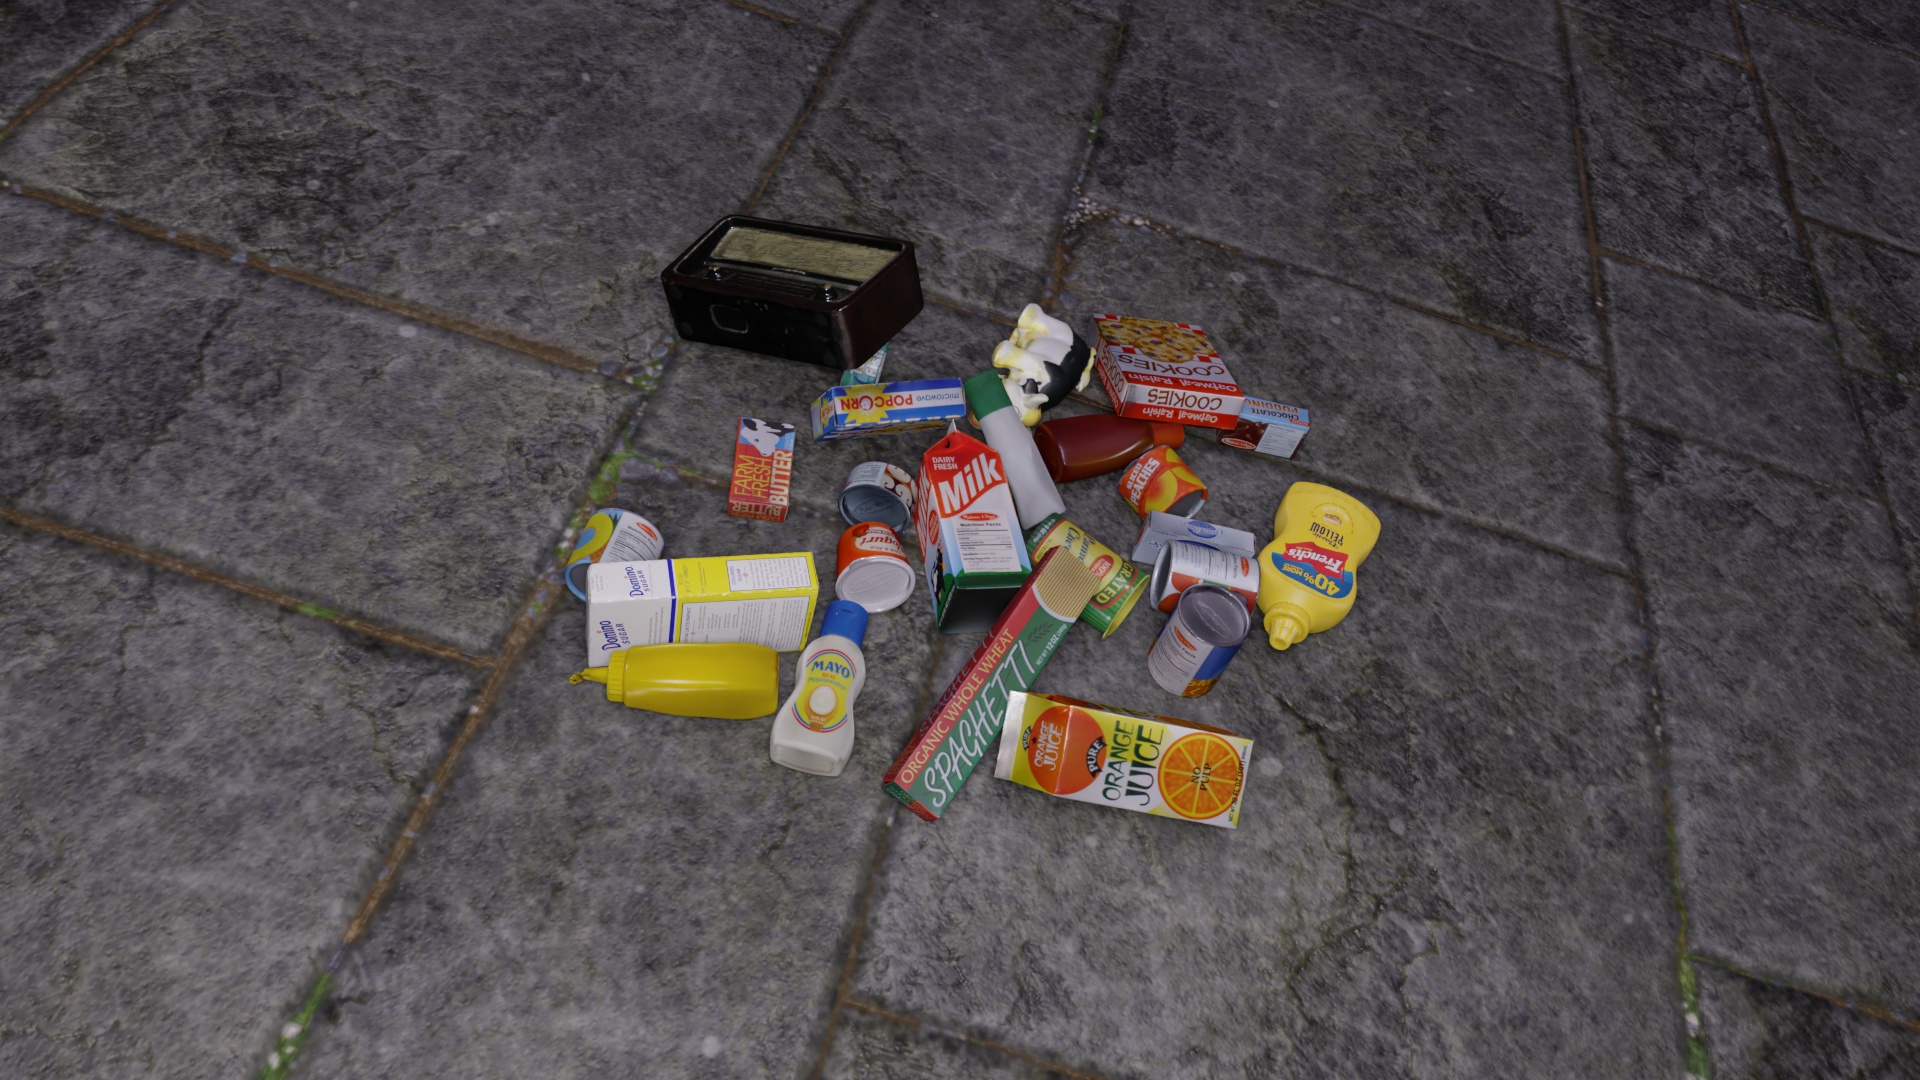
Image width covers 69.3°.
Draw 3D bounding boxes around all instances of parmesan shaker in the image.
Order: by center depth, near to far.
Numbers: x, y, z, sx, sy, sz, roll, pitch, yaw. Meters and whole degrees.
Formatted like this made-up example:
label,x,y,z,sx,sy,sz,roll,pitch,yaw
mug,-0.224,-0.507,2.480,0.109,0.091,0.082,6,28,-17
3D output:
label,x,y,z,sx,sy,sz,roll,pitch,yaw
parmesan shaker,0.105,0.031,1.232,0.103,0.071,0.072,35,51,14

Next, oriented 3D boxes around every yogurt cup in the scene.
label,x,y,z,sx,sy,sz,roll,pitch,yaw
yogurt cup,-0.076,0.021,1.191,0.072,0.072,0.054,1,44,-15

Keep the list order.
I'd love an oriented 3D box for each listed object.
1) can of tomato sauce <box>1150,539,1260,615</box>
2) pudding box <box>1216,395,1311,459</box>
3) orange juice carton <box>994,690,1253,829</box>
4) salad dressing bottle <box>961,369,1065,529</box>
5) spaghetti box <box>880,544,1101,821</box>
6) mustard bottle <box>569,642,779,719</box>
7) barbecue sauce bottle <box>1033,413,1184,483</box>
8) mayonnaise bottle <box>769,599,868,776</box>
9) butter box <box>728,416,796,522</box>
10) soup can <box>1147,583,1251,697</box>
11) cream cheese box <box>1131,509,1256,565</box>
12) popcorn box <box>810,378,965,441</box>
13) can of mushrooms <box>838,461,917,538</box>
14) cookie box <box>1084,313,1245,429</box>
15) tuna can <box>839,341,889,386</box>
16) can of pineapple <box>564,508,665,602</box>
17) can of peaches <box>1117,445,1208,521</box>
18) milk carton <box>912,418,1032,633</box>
label,x,y,z,sx,sy,sz,roll,pitch,yaw
can of tomato sauce,0.220,0.041,1.257,0.083,0.070,0.071,13,50,-5
pudding box,0.309,-0.116,1.420,0.084,0.049,0.030,11,48,-7
orange juice carton,0.126,0.171,1.102,0.193,0.073,0.072,12,89,-6
salad dressing bottle,0.047,-0.084,1.285,0.044,0.064,0.147,-25,86,9
spaghetti box,0.028,0.112,1.118,0.050,0.028,0.251,41,66,-9
mustard bottle,-0.222,0.107,1.080,0.160,0.065,0.049,4,55,-8
barbecue sauce bottle,0.149,-0.097,1.363,0.149,0.043,0.065,-11,56,-24
mayonnaise bottle,-0.107,0.115,1.118,0.065,0.041,0.149,14,50,-2
butter box,-0.179,-0.065,1.256,0.053,0.024,0.104,8,50,-10
soup can,0.208,0.086,1.203,0.071,0.083,0.072,8,50,-10
cream cheese box,0.216,0.006,1.291,0.104,0.053,0.024,13,52,-6
popcorn box,-0.068,-0.121,1.291,0.127,0.085,0.038,-7,87,-20
can of mushrooms,-0.072,-0.035,1.237,0.071,0.070,0.034,17,48,-2
cookie box,0.204,-0.173,1.413,0.123,0.040,0.168,5,32,-12
tuna can,-0.092,-0.171,1.337,0.033,0.070,0.071,17,49,-3
can of pineapple,-0.283,0.017,1.135,0.071,0.070,0.058,16,49,-2
can of peaches,0.191,-0.047,1.318,0.071,0.071,0.058,-23,62,-30
milk carton,0.004,-0.016,1.237,0.073,0.072,0.191,-1,53,-17
